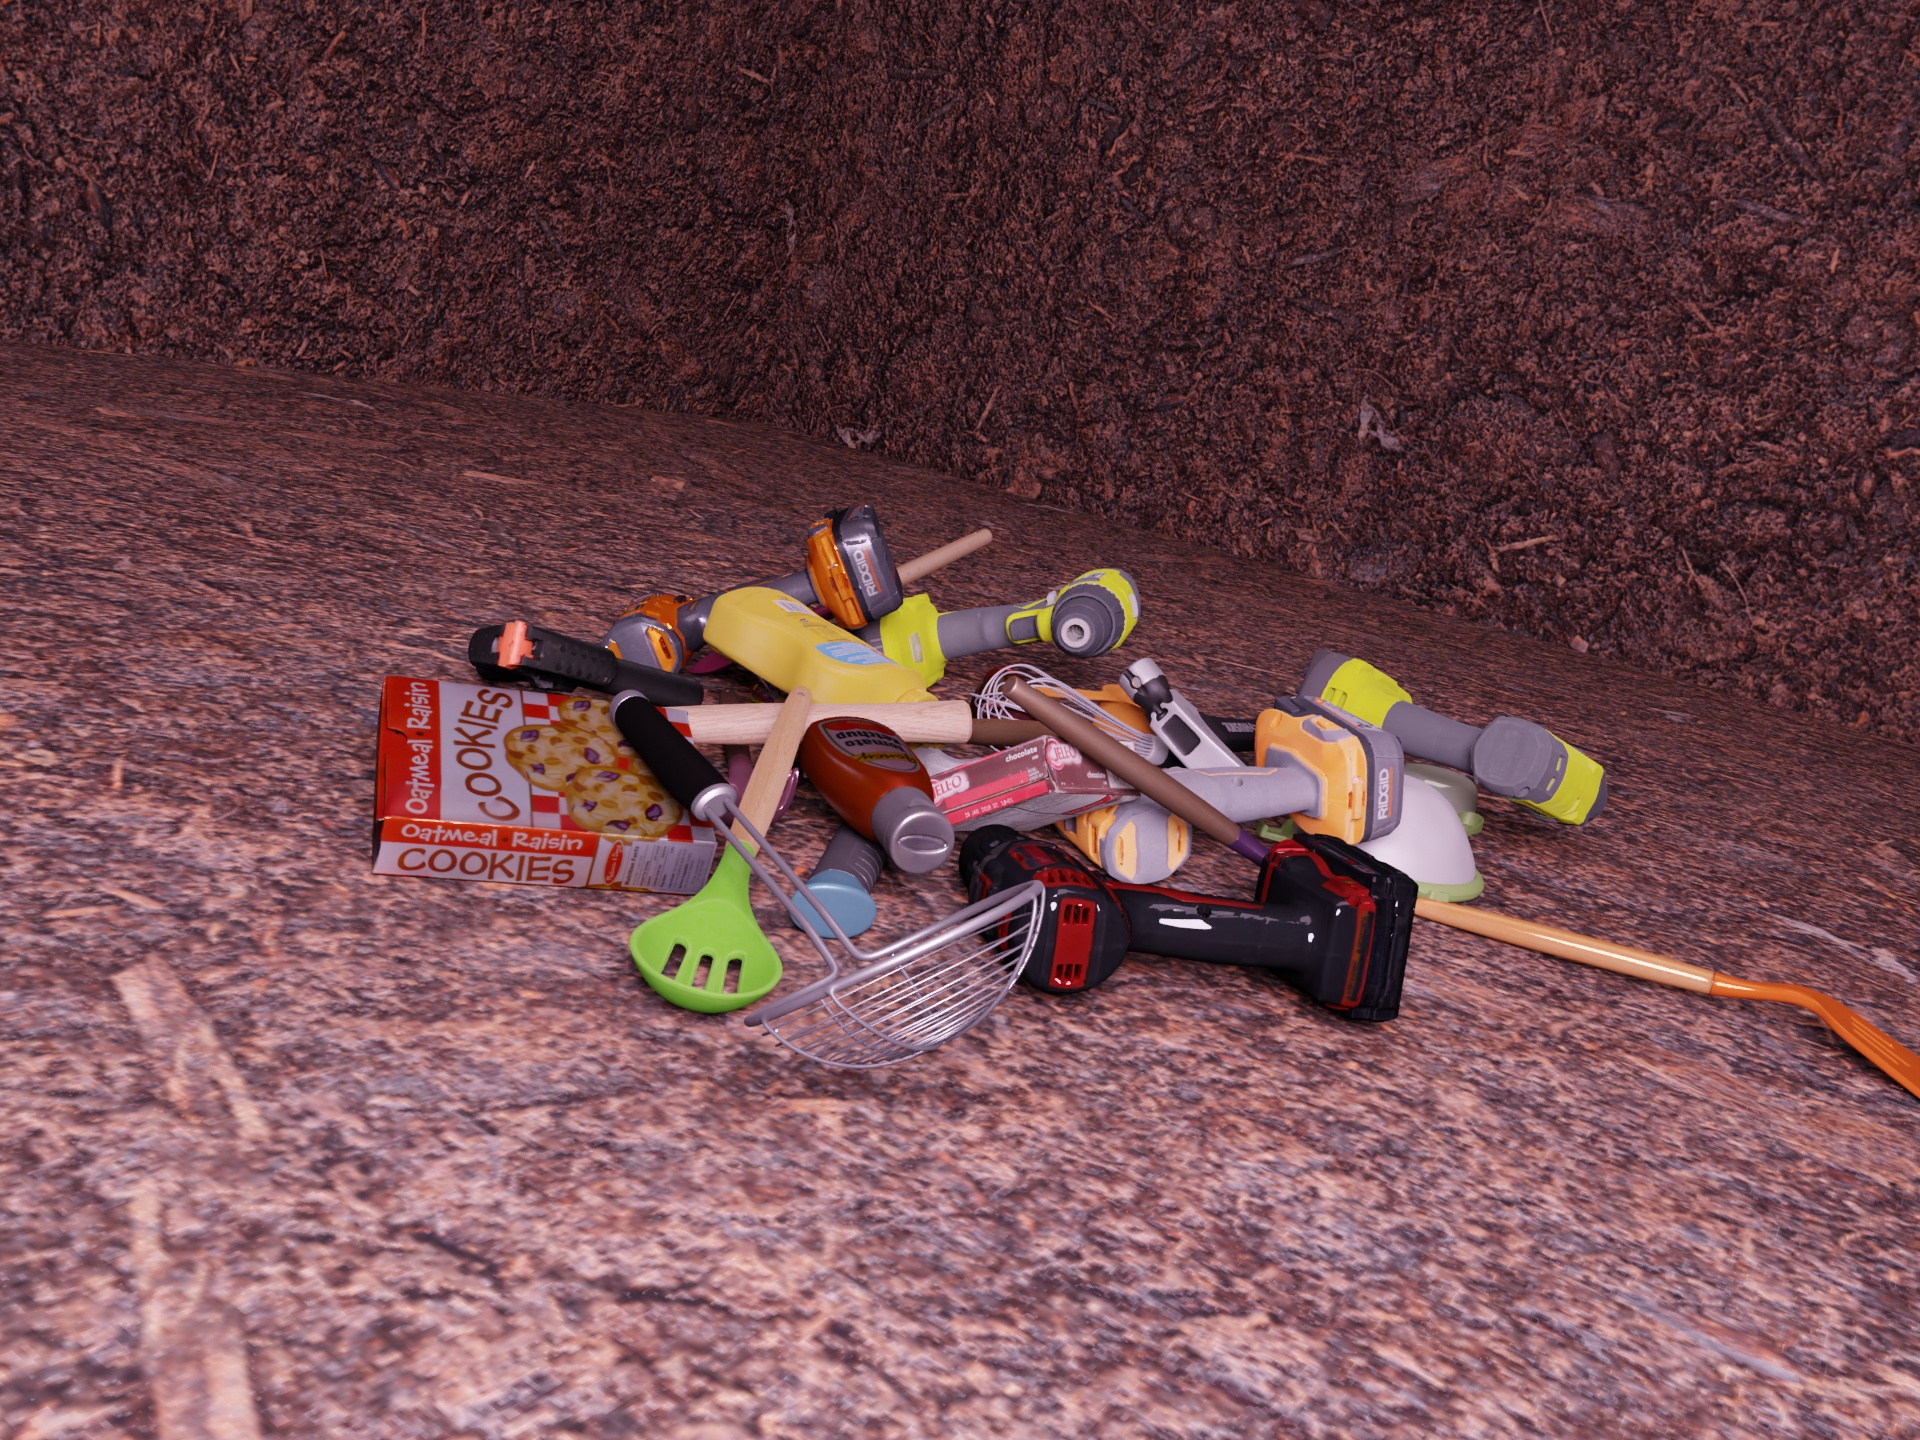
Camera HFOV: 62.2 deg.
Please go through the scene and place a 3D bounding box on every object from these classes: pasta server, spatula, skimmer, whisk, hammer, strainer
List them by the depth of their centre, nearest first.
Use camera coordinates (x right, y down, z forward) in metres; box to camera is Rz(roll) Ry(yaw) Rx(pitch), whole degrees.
[{"bbox_3d":[-0.092,0.041,0.719,0.127,0.090,0.364,-23,35,-23],"label":"skimmer"},{"bbox_3d":[0.145,0.058,0.950,0.315,0.018,0.060,33,3,-26],"label":"spatula"},{"bbox_3d":[-0.052,0.062,0.969,0.128,0.033,0.331,14,14,2],"label":"hammer"},{"bbox_3d":[-0.157,0.003,0.980,0.331,0.031,0.130,-1,11,-10],"label":"hammer"},{"bbox_3d":[0.450,0.169,1.014,0.323,0.041,0.081,14,13,23],"label":"spatula"},{"bbox_3d":[-0.149,0.015,1.065,0.060,0.040,0.316,-1,15,-10],"label":"pasta server"},{"bbox_3d":[-0.002,-0.004,1.108,0.082,0.044,0.317,-1,2,-26],"label":"spatula"},{"bbox_3d":[-0.131,-0.009,1.160,0.047,0.051,0.245,-12,16,-5],"label":"whisk"},{"bbox_3d":[0.350,0.071,1.213,0.152,0.069,0.256,22,18,35],"label":"strainer"},{"bbox_3d":[0.124,0.015,1.229,0.284,0.070,0.070,16,9,-35],"label":"whisk"},{"bbox_3d":[0.254,0.016,1.317,0.146,0.035,0.334,52,24,22],"label":"hammer"}]

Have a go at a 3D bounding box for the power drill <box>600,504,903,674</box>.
[{"bbox_3d":[-0.163,-0.095,1.248,0.226,0.084,0.164,-20,15,2],"label":"power drill"}]

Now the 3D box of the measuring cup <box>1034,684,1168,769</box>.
[{"bbox_3d":[0.118,0.004,1.298,0.173,0.052,0.095,6,16,-34],"label":"measuring cup"}]

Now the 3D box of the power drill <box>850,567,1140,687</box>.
[{"bbox_3d":[0.030,-0.072,1.306,0.228,0.080,0.190,-9,9,15],"label":"power drill"}]

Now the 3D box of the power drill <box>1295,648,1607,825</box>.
[{"bbox_3d":[0.384,0.021,1.242,0.223,0.080,0.171,23,1,43],"label":"power drill"}]

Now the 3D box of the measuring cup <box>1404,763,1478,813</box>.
[{"bbox_3d":[0.361,0.055,1.353,0.167,0.038,0.083,9,14,-11],"label":"measuring cup"}]

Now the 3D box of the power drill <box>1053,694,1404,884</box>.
[{"bbox_3d":[0.163,0.040,1.096,0.226,0.084,0.185,-9,20,-18],"label":"power drill"}]

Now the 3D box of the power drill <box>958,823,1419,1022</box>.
[{"bbox_3d":[0.112,0.100,0.877,0.226,0.080,0.188,5,8,-13],"label":"power drill"}]

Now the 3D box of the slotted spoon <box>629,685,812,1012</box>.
[{"bbox_3d":[-0.107,0.056,0.822,0.070,0.031,0.314,16,27,-4],"label":"slotted spoon"}]

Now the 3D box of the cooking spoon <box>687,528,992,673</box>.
[{"bbox_3d":[-0.094,-0.102,1.360,0.319,0.017,0.069,-29,18,-31],"label":"cooking spoon"}]
